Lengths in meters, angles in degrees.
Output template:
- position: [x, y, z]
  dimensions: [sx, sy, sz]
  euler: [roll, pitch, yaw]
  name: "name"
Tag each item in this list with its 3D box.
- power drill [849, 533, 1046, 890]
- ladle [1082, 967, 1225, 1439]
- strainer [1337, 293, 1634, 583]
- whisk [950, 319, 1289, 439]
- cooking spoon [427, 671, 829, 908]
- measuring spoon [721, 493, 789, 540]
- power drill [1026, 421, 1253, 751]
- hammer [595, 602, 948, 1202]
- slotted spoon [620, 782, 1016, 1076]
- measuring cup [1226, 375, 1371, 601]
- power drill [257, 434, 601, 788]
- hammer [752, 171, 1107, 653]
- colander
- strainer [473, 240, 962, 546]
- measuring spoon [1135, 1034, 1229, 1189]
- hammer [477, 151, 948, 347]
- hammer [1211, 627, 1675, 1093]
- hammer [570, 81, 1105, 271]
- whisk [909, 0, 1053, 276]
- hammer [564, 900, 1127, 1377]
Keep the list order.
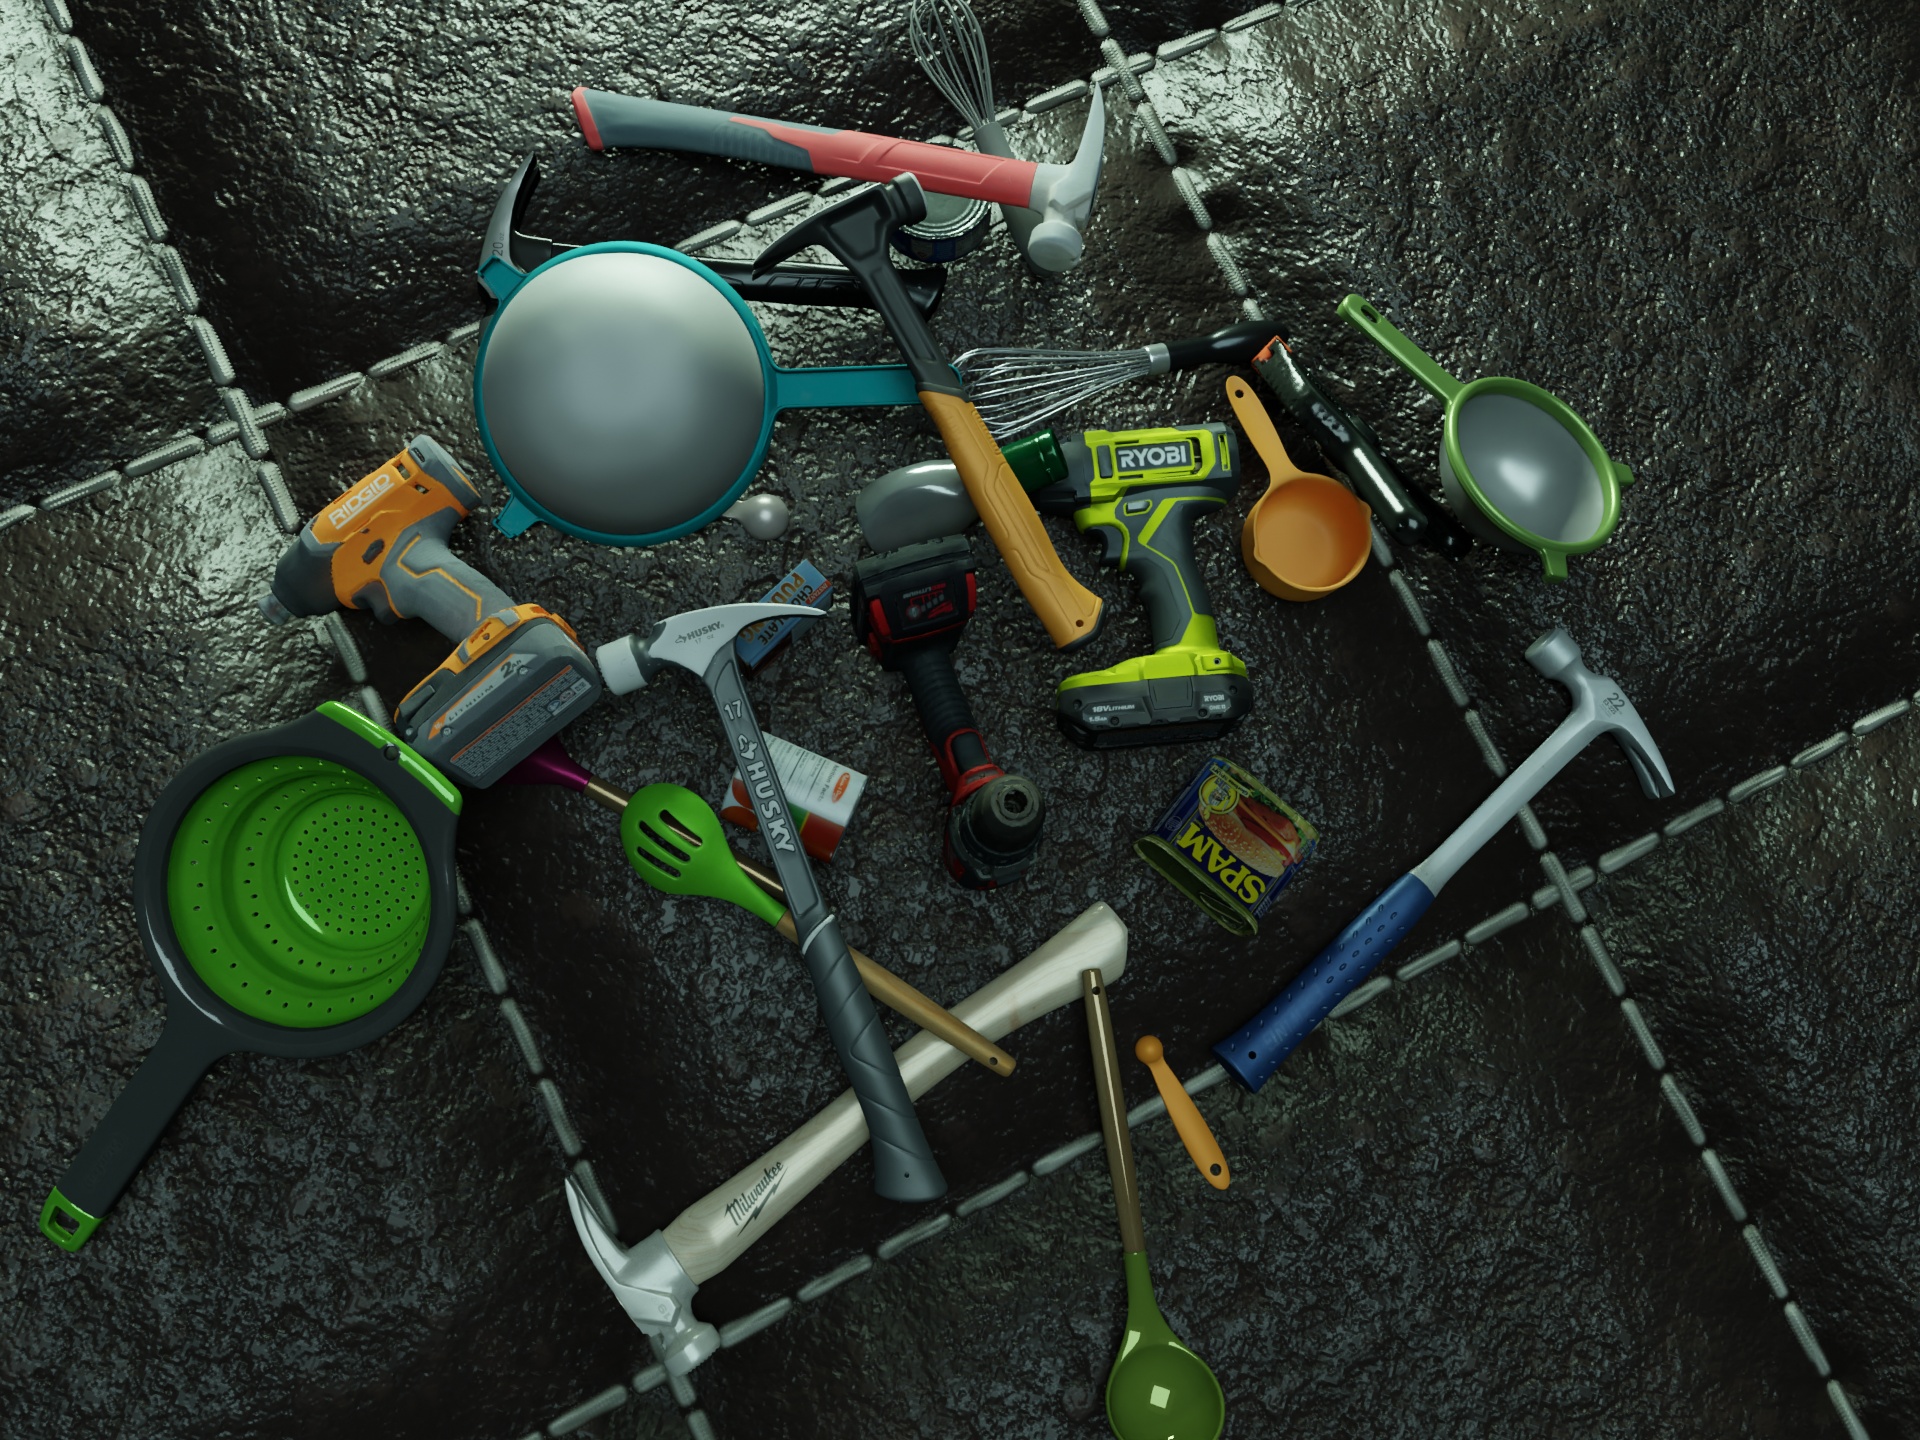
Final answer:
- position: [-0.002, -0.003, 1.043]
  dimensions: [0.080, 0.188, 0.227]
  euler: [-17, 78, -9]
  name: "power drill"
- position: [0.114, 0.324, 1.046]
  dimensions: [0.078, 0.062, 0.320]
  euler: [-8, 85, -11]
  name: "ladle"
- position: [0.364, -0.208, 1.171]
  dimensions: [0.256, 0.069, 0.151]
  euler: [43, 56, 3]
  name: "strainer"
- position: [0.113, -0.260, 1.167]
  dimensions: [0.284, 0.070, 0.070]
  euler: [-14, 82, -13]
  name: "whisk"
- position: [-0.232, 0.056, 1.088]
  dimensions: [0.319, 0.017, 0.069]
  euler: [28, 79, 0]
  name: "cooking spoon"
- position: [-0.183, -0.158, 1.133]
  dimensions: [0.124, 0.018, 0.034]
  euler: [15, 79, -3]
  name: "measuring spoon"
- position: [0.119, -0.097, 1.127]
  dimensions: [0.171, 0.080, 0.223]
  euler: [-5, 77, 0]
  name: "power drill"
- position: [-0.094, 0.117, 1.025]
  dimensions: [0.149, 0.036, 0.409]
  euler: [-21, 89, -1]
  name: "hammer"
- position: [-0.096, 0.144, 1.055]
  dimensions: [0.314, 0.031, 0.070]
  euler: [33, 100, 3]
  name: "slotted spoon"
- position: [0.231, -0.168, 1.165]
  dimensions: [0.095, 0.052, 0.174]
  euler: [-24, 81, -10]
  name: "measuring cup"
- position: [-0.355, -0.065, 1.041]
  dimensions: [0.164, 0.084, 0.227]
  euler: [-39, 65, -4]
  name: "power drill"
- position: [-0.007, -0.192, 1.058]
  dimensions: [0.127, 0.034, 0.337]
  euler: [-30, 91, -11]
  name: "hammer"
- position: [-0.452, 0.168, 1.019]
  dimensions: [0.204, 0.094, 0.397]
  euler: [37, 96, 1]
  name: "colander"
- position: [-0.168, -0.226, 1.073]
  dimensions: [0.340, 0.095, 0.211]
  euler: [-2, 95, -1]
  name: "strainer"
- position: [0.155, 0.270, 1.096]
  dimensions: [0.021, 0.011, 0.117]
  euler: [-28, 84, -10]
  name: "measuring spoon"
- position: [-0.176, -0.327, 1.156]
  dimensions: [0.334, 0.035, 0.146]
  euler: [2, 80, -6]
  name: "hammer"
- position: [0.340, 0.115, 1.133]
  dimensions: [0.405, 0.035, 0.144]
  euler: [-42, 86, -11]
  name: "hammer"
- position: [-0.090, -0.424, 1.151]
  dimensions: [0.386, 0.038, 0.143]
  euler: [12, 72, 6]
  name: "hammer"
- position: [0.020, -0.443, 1.194]
  dimensions: [0.055, 0.055, 0.239]
  euler: [-22, 87, -10]
  name: "whisk"
- position: [-0.062, 0.247, 1.065]
  dimensions: [0.410, 0.038, 0.146]
  euler: [-36, 84, -12]
  name: "hammer"
